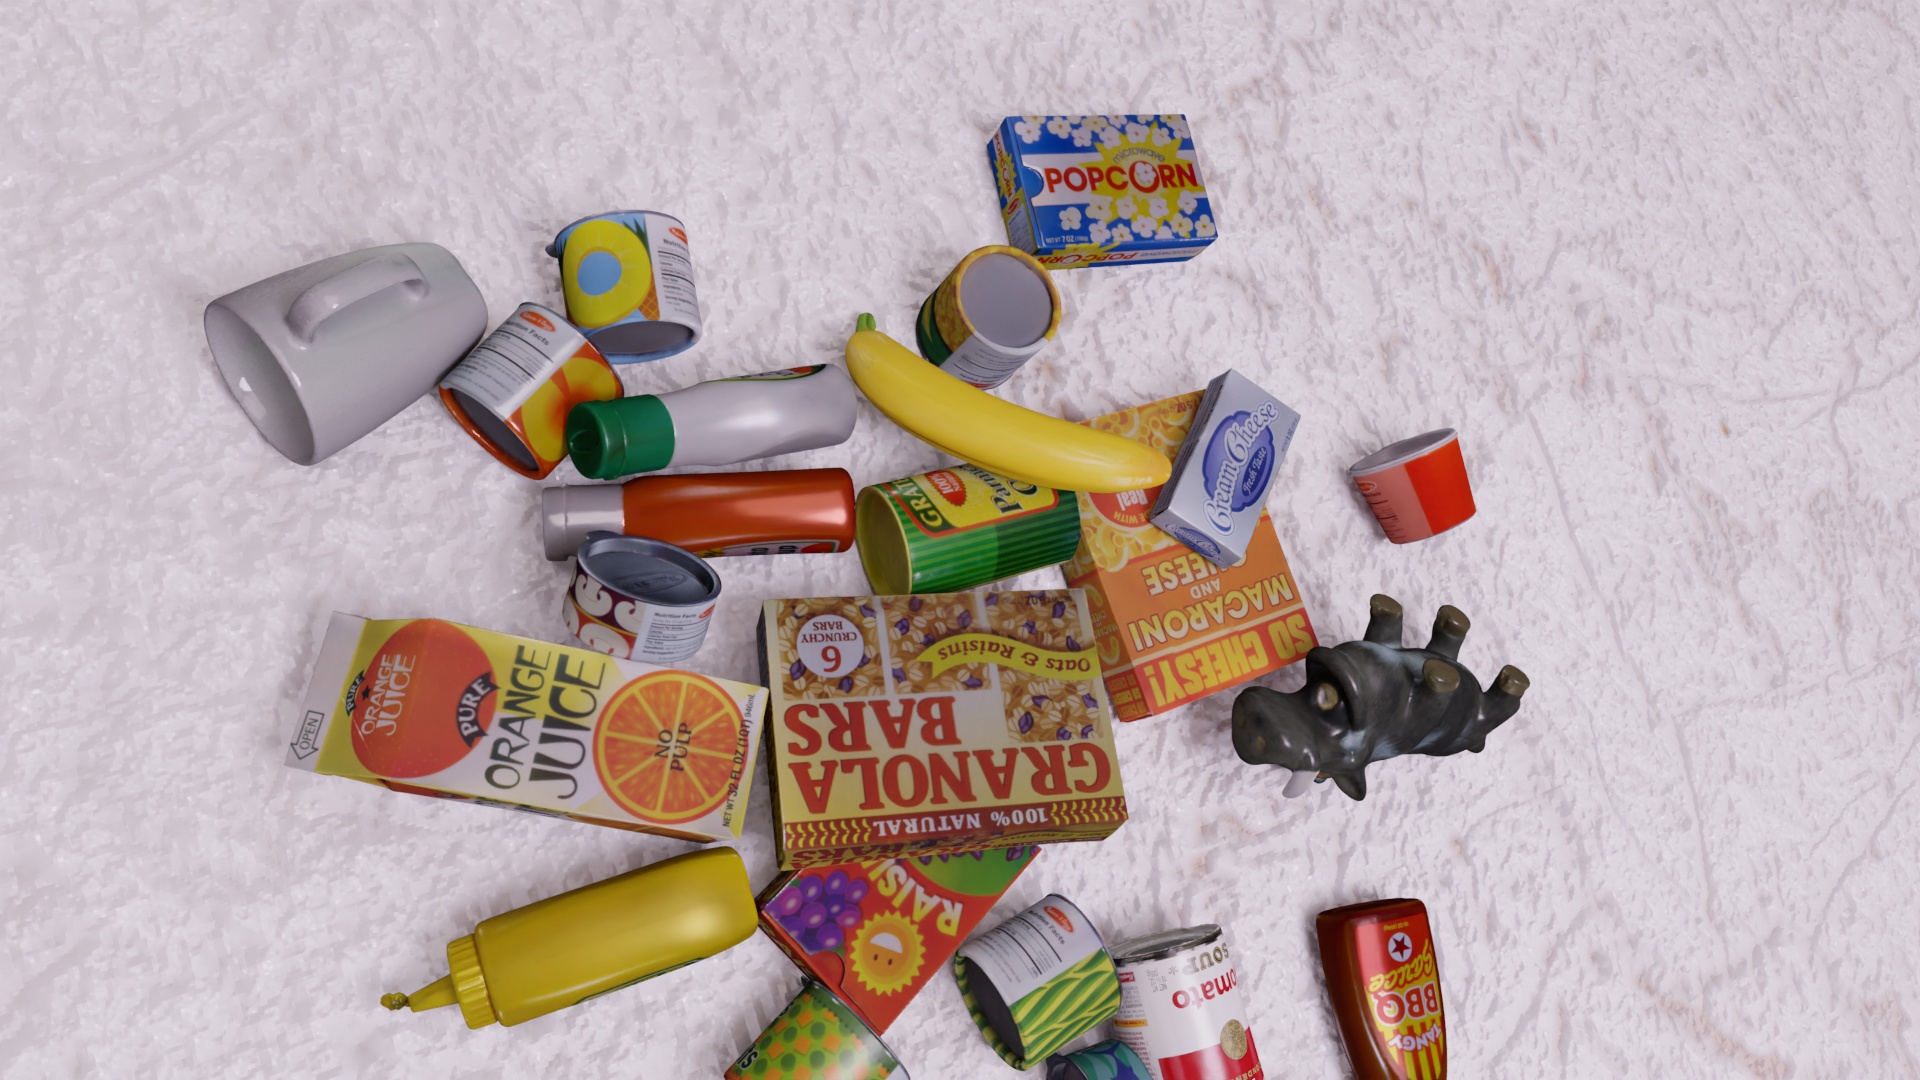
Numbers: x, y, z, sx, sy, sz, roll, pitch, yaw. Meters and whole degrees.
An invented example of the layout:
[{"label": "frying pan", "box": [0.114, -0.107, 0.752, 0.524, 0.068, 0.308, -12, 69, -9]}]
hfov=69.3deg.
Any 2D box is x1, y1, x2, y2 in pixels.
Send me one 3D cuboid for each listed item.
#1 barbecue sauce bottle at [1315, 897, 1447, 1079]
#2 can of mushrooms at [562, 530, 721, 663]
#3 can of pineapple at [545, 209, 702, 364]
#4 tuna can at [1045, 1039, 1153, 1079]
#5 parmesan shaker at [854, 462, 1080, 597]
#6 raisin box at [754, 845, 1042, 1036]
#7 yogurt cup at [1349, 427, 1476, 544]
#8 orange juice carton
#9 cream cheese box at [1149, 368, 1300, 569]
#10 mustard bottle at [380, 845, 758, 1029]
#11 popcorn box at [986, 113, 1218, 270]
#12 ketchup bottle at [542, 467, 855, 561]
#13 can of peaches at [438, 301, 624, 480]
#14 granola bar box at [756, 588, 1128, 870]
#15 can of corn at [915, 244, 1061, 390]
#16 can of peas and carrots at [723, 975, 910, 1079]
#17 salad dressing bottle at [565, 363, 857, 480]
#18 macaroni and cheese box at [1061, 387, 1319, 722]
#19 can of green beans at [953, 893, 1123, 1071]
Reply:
[{"label": "barbecue sauce bottle", "box": [0.240, 0.277, 0.766, 0.065, 0.043, 0.149, -3, 77, -23]}, {"label": "can of mushrooms", "box": [-0.147, 0.025, 0.635, 0.071, 0.071, 0.033, 13, 111, -18]}, {"label": "can of pineapple", "box": [-0.168, -0.126, 0.700, 0.071, 0.070, 0.058, -7, 79, -23]}, {"label": "tuna can", "box": [0.071, 0.281, 0.686, 0.033, 0.071, 0.071, -9, 80, -24]}, {"label": "parmesan shaker", "box": [0.003, -0.009, 0.738, 0.103, 0.071, 0.071, -15, 82, -25]}, {"label": "raisin box", "box": [-0.032, 0.169, 0.689, 0.086, 0.040, 0.124, 48, 65, -4]}, {"label": "yogurt cup", "box": [0.282, -0.032, 0.857, 0.072, 0.072, 0.054, -25, 95, -25]}, {"label": "orange juice carton", "box": [-0.193, 0.085, 0.628, 0.193, 0.073, 0.072, 14, 72, -17]}, {"label": "cream cheese box", "box": [0.150, -0.041, 0.782, 0.053, 0.024, 0.104, 32, 65, -10]}, {"label": "mustard bottle", "box": [-0.173, 0.181, 0.619, 0.161, 0.065, 0.049, -15, 80, -19]}, {"label": "popcorn box", "box": [0.086, -0.211, 0.840, 0.127, 0.038, 0.085, -9, 80, -24]}, {"label": "ketchup bottle", "box": [-0.129, -0.012, 0.689, 0.149, 0.064, 0.043, -3, 88, -13]}, {"label": "can of peaches", "box": [-0.206, -0.070, 0.671, 0.071, 0.071, 0.058, 41, 65, -7]}, {"label": "granola bar box", "box": [-0.012, 0.089, 0.677, 0.166, 0.039, 0.124, -1, 64, -16]}, {"label": "can of corn", "box": [0.015, -0.127, 0.777, 0.071, 0.058, 0.071, 6, 74, -21]}, {"label": "can of peas and carrots", "box": [-0.068, 0.246, 0.640, 0.071, 0.070, 0.059, 48, 65, -4]}, {"label": "salad dressing bottle", "box": [-0.120, -0.059, 0.686, 0.148, 0.064, 0.044, -15, 97, -43]}, {"label": "macaroni and cheese box", "box": [0.120, 0.006, 0.794, 0.124, 0.040, 0.166, -16, 82, -25]}, {"label": "can of green beans", "box": [0.038, 0.219, 0.689, 0.058, 0.071, 0.071, -24, 86, -25]}]
